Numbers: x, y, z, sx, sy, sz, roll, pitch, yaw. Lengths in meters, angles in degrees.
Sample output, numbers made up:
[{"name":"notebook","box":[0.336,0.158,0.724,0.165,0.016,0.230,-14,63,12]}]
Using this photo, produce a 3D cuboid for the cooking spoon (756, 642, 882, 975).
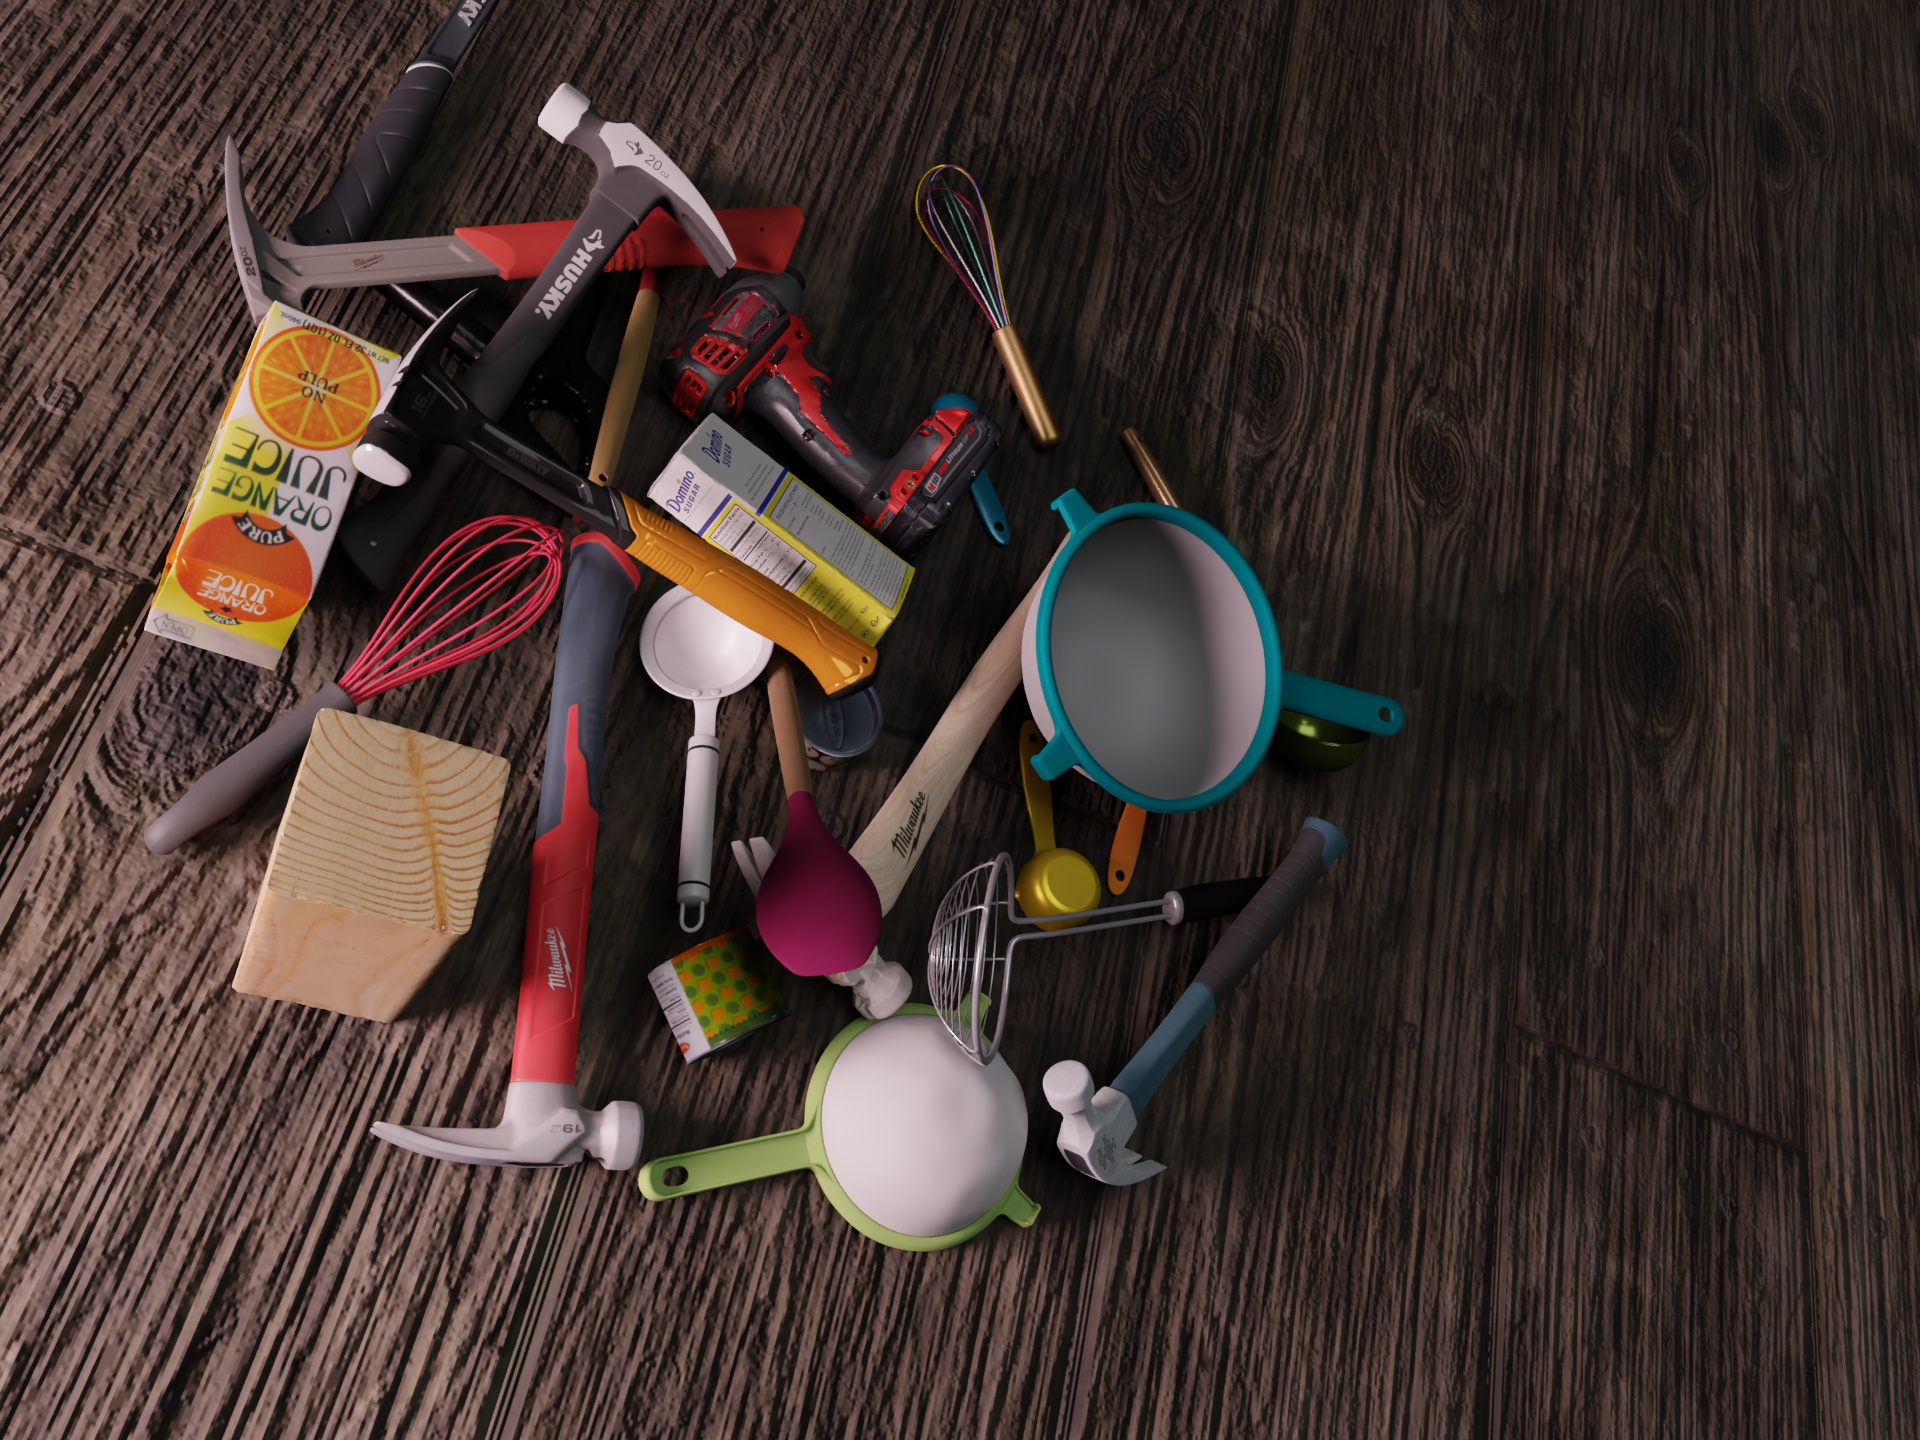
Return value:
[{"name":"cooking spoon","box":[-0.099,0.030,0.953,0.068,0.017,0.319,-7,41,-9]}]

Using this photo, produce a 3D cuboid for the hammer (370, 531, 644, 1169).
[{"name":"hammer","box":[-0.247,0.062,0.936,0.143,0.038,0.387,10,65,-23]}]

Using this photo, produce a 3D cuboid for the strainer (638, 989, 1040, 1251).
[{"name":"strainer","box":[-0.059,0.244,0.940,0.256,0.069,0.152,-4,71,-31]}]

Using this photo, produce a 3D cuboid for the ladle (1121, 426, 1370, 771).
[{"name":"ladle","box":[0.216,-0.100,1.244,0.078,0.062,0.320,-18,76,-47]}]

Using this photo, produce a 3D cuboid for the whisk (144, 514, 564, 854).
[{"name":"whisk","box":[-0.339,-0.026,0.912,0.073,0.073,0.296,46,61,-4]}]

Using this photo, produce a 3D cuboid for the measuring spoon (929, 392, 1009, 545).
[{"name":"measuring spoon","box":[0.014,-0.192,1.192,0.042,0.021,0.129,-13,75,-32]}]

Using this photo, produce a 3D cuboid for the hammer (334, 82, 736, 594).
[{"name":"hammer","box":[-0.270,-0.220,0.974,0.146,0.035,0.335,35,73,-19]}]

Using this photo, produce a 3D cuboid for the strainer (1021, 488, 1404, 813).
[{"name":"strainer","box":[0.169,-0.027,1.134,0.340,0.095,0.211,12,76,-32]}]

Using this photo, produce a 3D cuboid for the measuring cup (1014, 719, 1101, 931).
[{"name":"measuring cup","box":[0.063,0.069,1.104,0.062,0.029,0.157,3,68,-27]}]

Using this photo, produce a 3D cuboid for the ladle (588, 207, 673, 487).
[{"name":"ladle","box":[-0.216,-0.266,1.068,0.069,0.031,0.316,23,52,-26]}]

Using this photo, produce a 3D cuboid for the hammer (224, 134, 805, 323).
[{"name":"hammer","box":[-0.274,-0.312,1.026,0.359,0.036,0.149,-13,81,-25]}]

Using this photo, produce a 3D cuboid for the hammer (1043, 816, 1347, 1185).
[{"name":"hammer","box":[0.170,0.176,1.068,0.331,0.033,0.128,-44,132,-33]}]

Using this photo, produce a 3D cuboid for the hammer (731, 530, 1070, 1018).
[{"name":"hammer","box":[-0.002,-0.003,1.074,0.146,0.038,0.411,52,50,-24]}]

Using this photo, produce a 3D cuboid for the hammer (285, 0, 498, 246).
[{"name":"hammer","box":[-0.354,-0.454,1.098,0.149,0.036,0.409,26,60,-18]}]

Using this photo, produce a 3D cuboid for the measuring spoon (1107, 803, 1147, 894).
[{"name":"measuring spoon","box":[0.126,0.074,1.147,0.021,0.011,0.117,29,59,-15]}]

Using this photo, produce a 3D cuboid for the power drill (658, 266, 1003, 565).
[{"name":"power drill","box":[-0.088,-0.222,1.121,0.219,0.078,0.143,36,57,-7]}]

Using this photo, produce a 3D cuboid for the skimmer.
[{"name":"skimmer","box":[0.119,0.137,1.042,0.363,0.090,0.127,-3,99,-40]}]

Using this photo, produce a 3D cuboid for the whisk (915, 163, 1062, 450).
[{"name":"whisk","box":[0.023,-0.323,1.247,0.047,0.051,0.245,-21,84,-12]}]

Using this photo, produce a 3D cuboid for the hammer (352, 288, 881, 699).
[{"name":"hammer","box":[-0.183,-0.115,0.955,0.336,0.034,0.127,33,58,-26]}]

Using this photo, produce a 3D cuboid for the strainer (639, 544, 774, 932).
[{"name":"strainer","box":[-0.160,0.011,0.987,0.087,0.050,0.259,-2,61,2]}]
